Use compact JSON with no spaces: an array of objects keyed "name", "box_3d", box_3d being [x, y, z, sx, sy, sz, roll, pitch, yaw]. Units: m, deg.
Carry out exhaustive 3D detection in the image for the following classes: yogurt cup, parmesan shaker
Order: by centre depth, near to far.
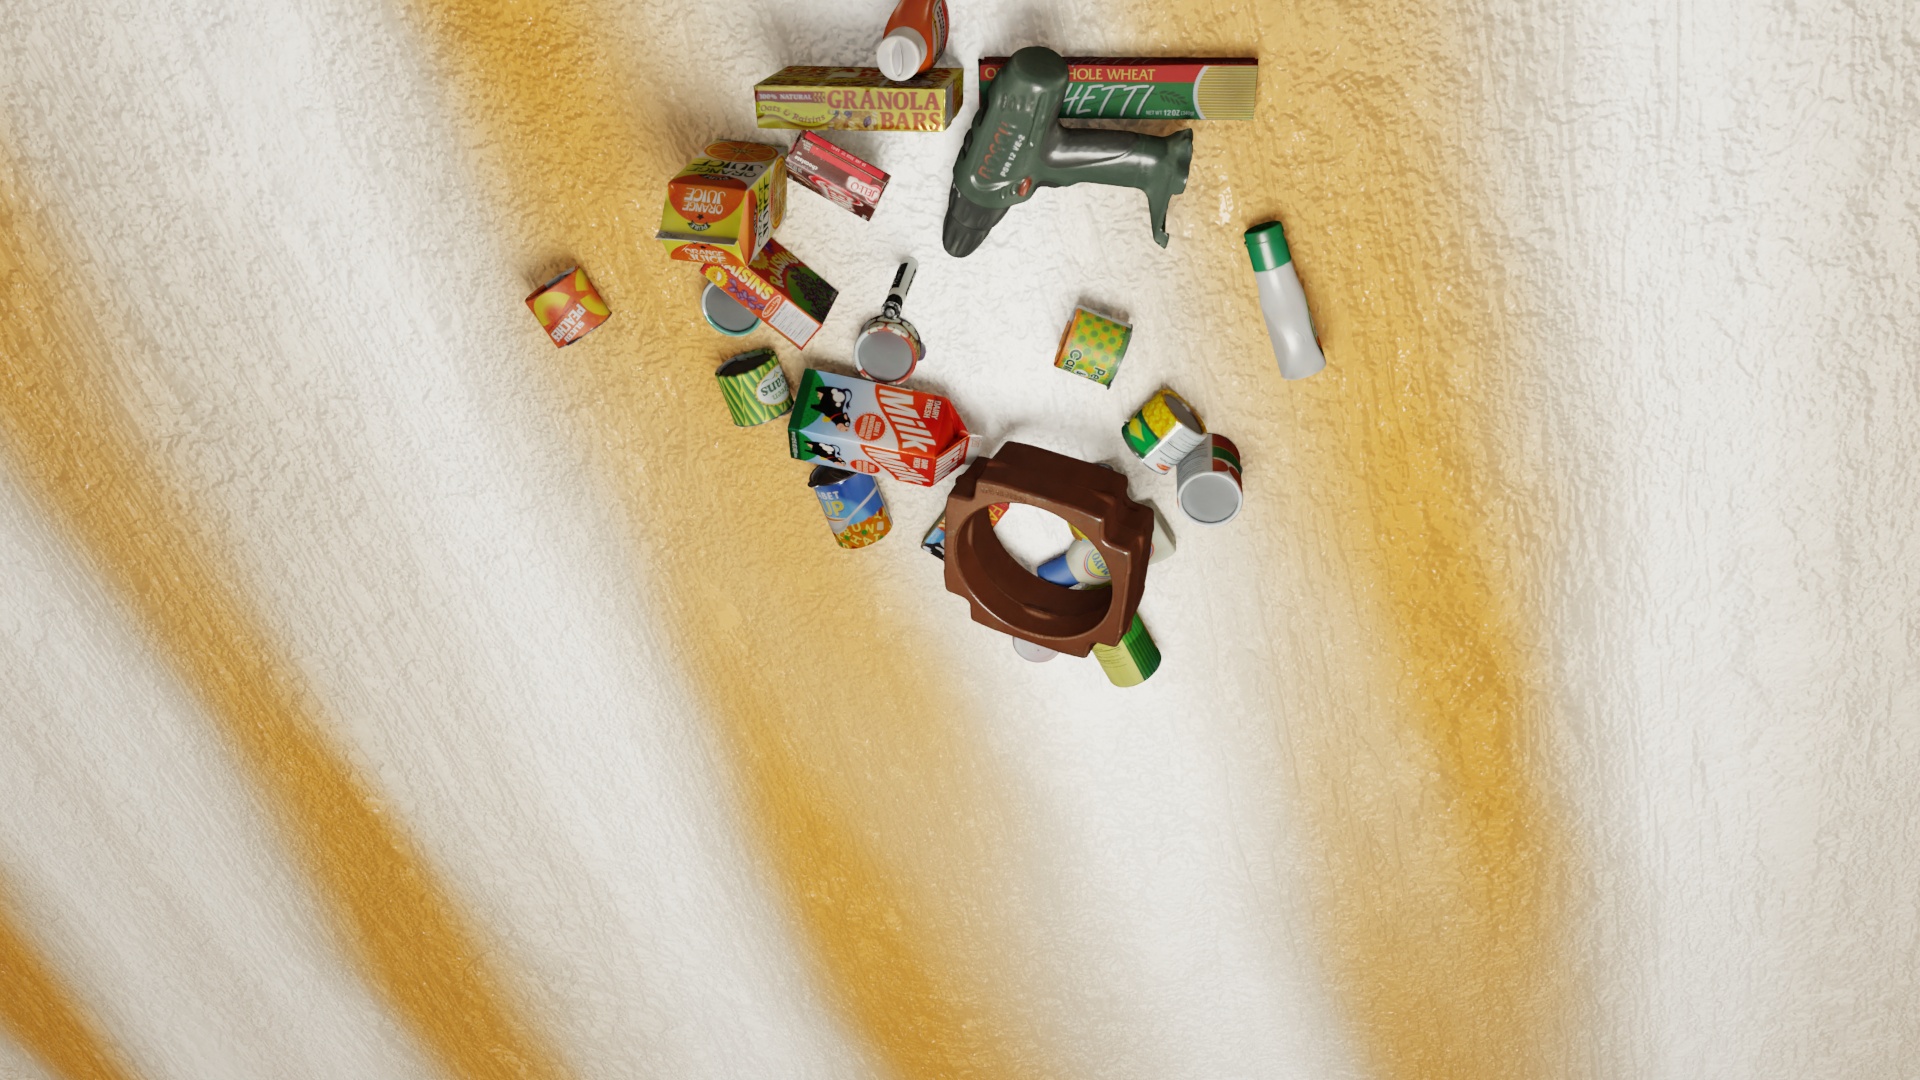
[{"name":"parmesan shaker","box_3d":[0.169,0.103,1.530,0.071,0.072,0.102,-22,117,20]},{"name":"yogurt cup","box_3d":[0.087,0.099,1.544,0.072,0.054,0.072,4,121,6]}]

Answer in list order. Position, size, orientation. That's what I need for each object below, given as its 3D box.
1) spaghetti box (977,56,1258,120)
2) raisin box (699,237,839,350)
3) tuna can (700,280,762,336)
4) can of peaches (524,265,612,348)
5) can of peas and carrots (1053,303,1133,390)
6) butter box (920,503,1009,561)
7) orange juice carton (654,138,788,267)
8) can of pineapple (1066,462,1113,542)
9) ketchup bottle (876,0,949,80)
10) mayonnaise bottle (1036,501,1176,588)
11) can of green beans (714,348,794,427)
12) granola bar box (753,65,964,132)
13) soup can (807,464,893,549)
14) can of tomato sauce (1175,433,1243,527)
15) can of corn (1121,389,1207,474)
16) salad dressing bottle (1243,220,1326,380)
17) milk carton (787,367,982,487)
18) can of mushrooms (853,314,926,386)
[{"name":"spaghetti box","box_3d":[0.139,-0.406,1.246,0.250,0.029,0.050,2,122,6]},{"name":"raisin box","box_3d":[-0.184,-0.251,1.350,0.123,0.086,0.040,37,121,-14]},{"name":"tuna can","box_3d":[-0.223,-0.239,1.394,0.071,0.033,0.070,4,121,6]},{"name":"can of peaches","box_3d":[-0.395,-0.235,1.398,0.071,0.071,0.058,-23,115,20]},{"name":"can of peas and carrots","box_3d":[0.128,-0.188,1.355,0.059,0.071,0.070,20,122,-4]},{"name":"butter box","box_3d":[0.005,-0.019,1.501,0.053,0.024,0.103,31,120,-11]},{"name":"orange juice carton","box_3d":[-0.213,-0.302,1.260,0.072,0.194,0.072,8,121,4]},{"name":"can of pineapple","box_3d":[0.137,-0.038,1.445,0.071,0.071,0.057,-16,118,17]},{"name":"ketchup bottle","box_3d":[-0.041,-0.428,1.186,0.043,0.149,0.064,3,122,8]},{"name":"mayonnaise bottle","box_3d":[0.154,0.015,1.491,0.148,0.041,0.064,-26,116,21]},{"name":"can of green beans","box_3d":[-0.211,-0.157,1.423,0.071,0.071,0.057,-11,119,14]},{"name":"granola bar box","box_3d":[-0.086,-0.391,1.228,0.165,0.125,0.039,3,117,6]},{"name":"soup can","box_3d":[-0.118,-0.041,1.478,0.071,0.072,0.083,-12,119,15]},{"name":"can of tomato sauce","box_3d":[0.253,-0.060,1.408,0.071,0.083,0.070,4,121,6]},{"name":"can of corn","box_3d":[0.204,-0.111,1.396,0.071,0.071,0.058,38,118,-15]},{"name":"salad dressing bottle","box_3d":[0.306,-0.227,1.315,0.044,0.064,0.147,-19,110,9]},{"name":"milk carton","box_3d":[-0.074,-0.110,1.414,0.191,0.074,0.072,12,157,0]},{"name":"can of mushrooms","box_3d":[-0.072,-0.191,1.402,0.071,0.034,0.070,3,121,6]}]
